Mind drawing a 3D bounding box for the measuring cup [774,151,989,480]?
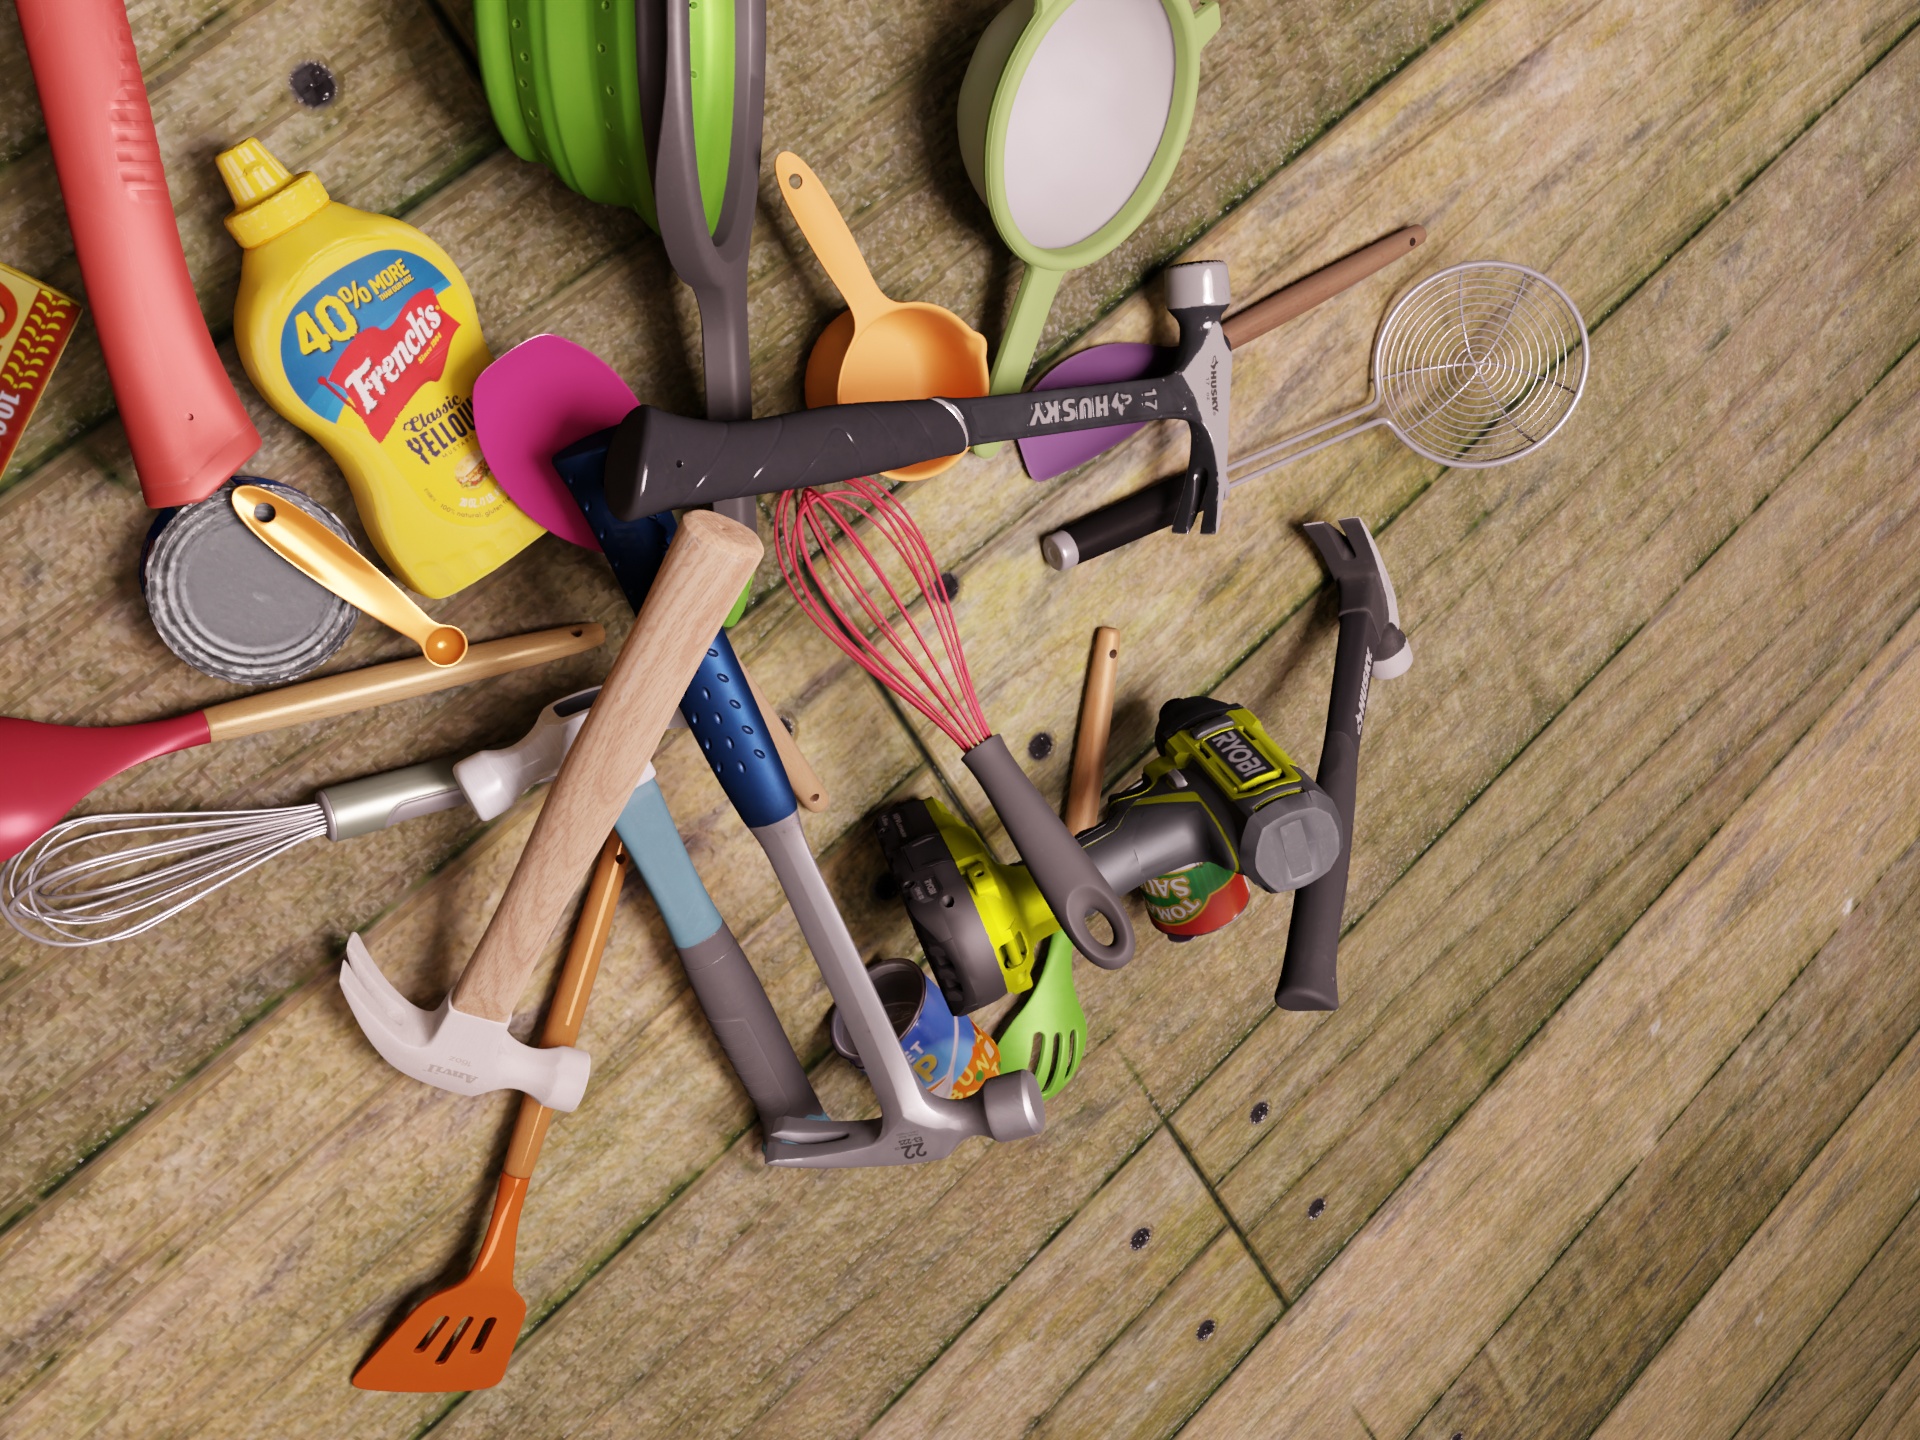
[{"bbox_3d":[-0.054,-0.200,0.785,0.095,0.052,0.173,-41,121,-16],"label":"measuring cup"}]

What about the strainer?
[{"bbox_3d":[0.032,-0.265,0.822,0.151,0.069,0.256,-13,131,-47],"label":"strainer"}]

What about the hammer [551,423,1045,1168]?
[{"bbox_3d":[-0.090,0.056,0.748,0.144,0.035,0.405,-16,115,11],"label":"hammer"}]

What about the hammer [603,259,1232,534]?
[{"bbox_3d":[0.006,-0.138,0.765,0.409,0.036,0.149,-18,108,-43],"label":"hammer"}]

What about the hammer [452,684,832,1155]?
[{"bbox_3d":[-0.133,0.119,0.826,0.128,0.033,0.330,-31,127,-17],"label":"hammer"}]

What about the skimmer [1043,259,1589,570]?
[{"bbox_3d":[0.215,-0.170,0.946,0.363,0.090,0.127,-25,95,-22],"label":"skimmer"}]

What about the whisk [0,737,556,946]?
[{"bbox_3d":[-0.292,0.046,0.713,0.246,0.059,0.057,-17,155,-33],"label":"whisk"}]

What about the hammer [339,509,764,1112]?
[{"bbox_3d":[-0.175,0.048,0.704,0.130,0.031,0.331,20,119,-23],"label":"hammer"}]

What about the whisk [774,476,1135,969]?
[{"bbox_3d":[-0.001,-0.003,0.794,0.073,0.073,0.296,-31,82,-22],"label":"whisk"}]

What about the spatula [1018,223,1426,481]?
[{"bbox_3d":[0.159,-0.229,0.935,0.316,0.018,0.059,-30,119,-21],"label":"spatula"}]

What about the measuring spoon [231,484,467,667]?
[{"bbox_3d":[-0.260,-0.061,0.679,0.116,0.011,0.021,42,82,-32],"label":"measuring spoon"}]

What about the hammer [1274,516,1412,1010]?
[{"bbox_3d":[0.221,0.025,0.937,0.146,0.035,0.335,58,38,-39],"label":"hammer"}]

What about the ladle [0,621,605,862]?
[{"bbox_3d":[-0.301,-0.002,0.694,0.315,0.069,0.031,-18,157,-33],"label":"ladle"}]

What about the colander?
[{"bbox_3d":[-0.142,-0.217,0.694,0.094,0.205,0.396,3,125,1],"label":"colander"}]

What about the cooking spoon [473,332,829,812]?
[{"bbox_3d":[-0.131,-0.052,0.760,0.069,0.017,0.318,-38,136,-9],"label":"cooking spoon"}]

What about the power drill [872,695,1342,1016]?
[{"bbox_3d":[0.074,0.062,0.877,0.223,0.171,0.080,-22,119,-5],"label":"power drill"}]

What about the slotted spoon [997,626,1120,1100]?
[{"bbox_3d":[0.067,0.097,0.977,0.070,0.031,0.313,1,104,-32],"label":"slotted spoon"}]

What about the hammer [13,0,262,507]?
[{"bbox_3d":[-0.328,-0.255,0.568,0.149,0.037,0.359,-15,105,-29],"label":"hammer"}]

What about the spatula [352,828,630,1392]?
[{"bbox_3d":[-0.226,0.207,0.824,0.081,0.041,0.322,17,92,-35],"label":"spatula"}]
